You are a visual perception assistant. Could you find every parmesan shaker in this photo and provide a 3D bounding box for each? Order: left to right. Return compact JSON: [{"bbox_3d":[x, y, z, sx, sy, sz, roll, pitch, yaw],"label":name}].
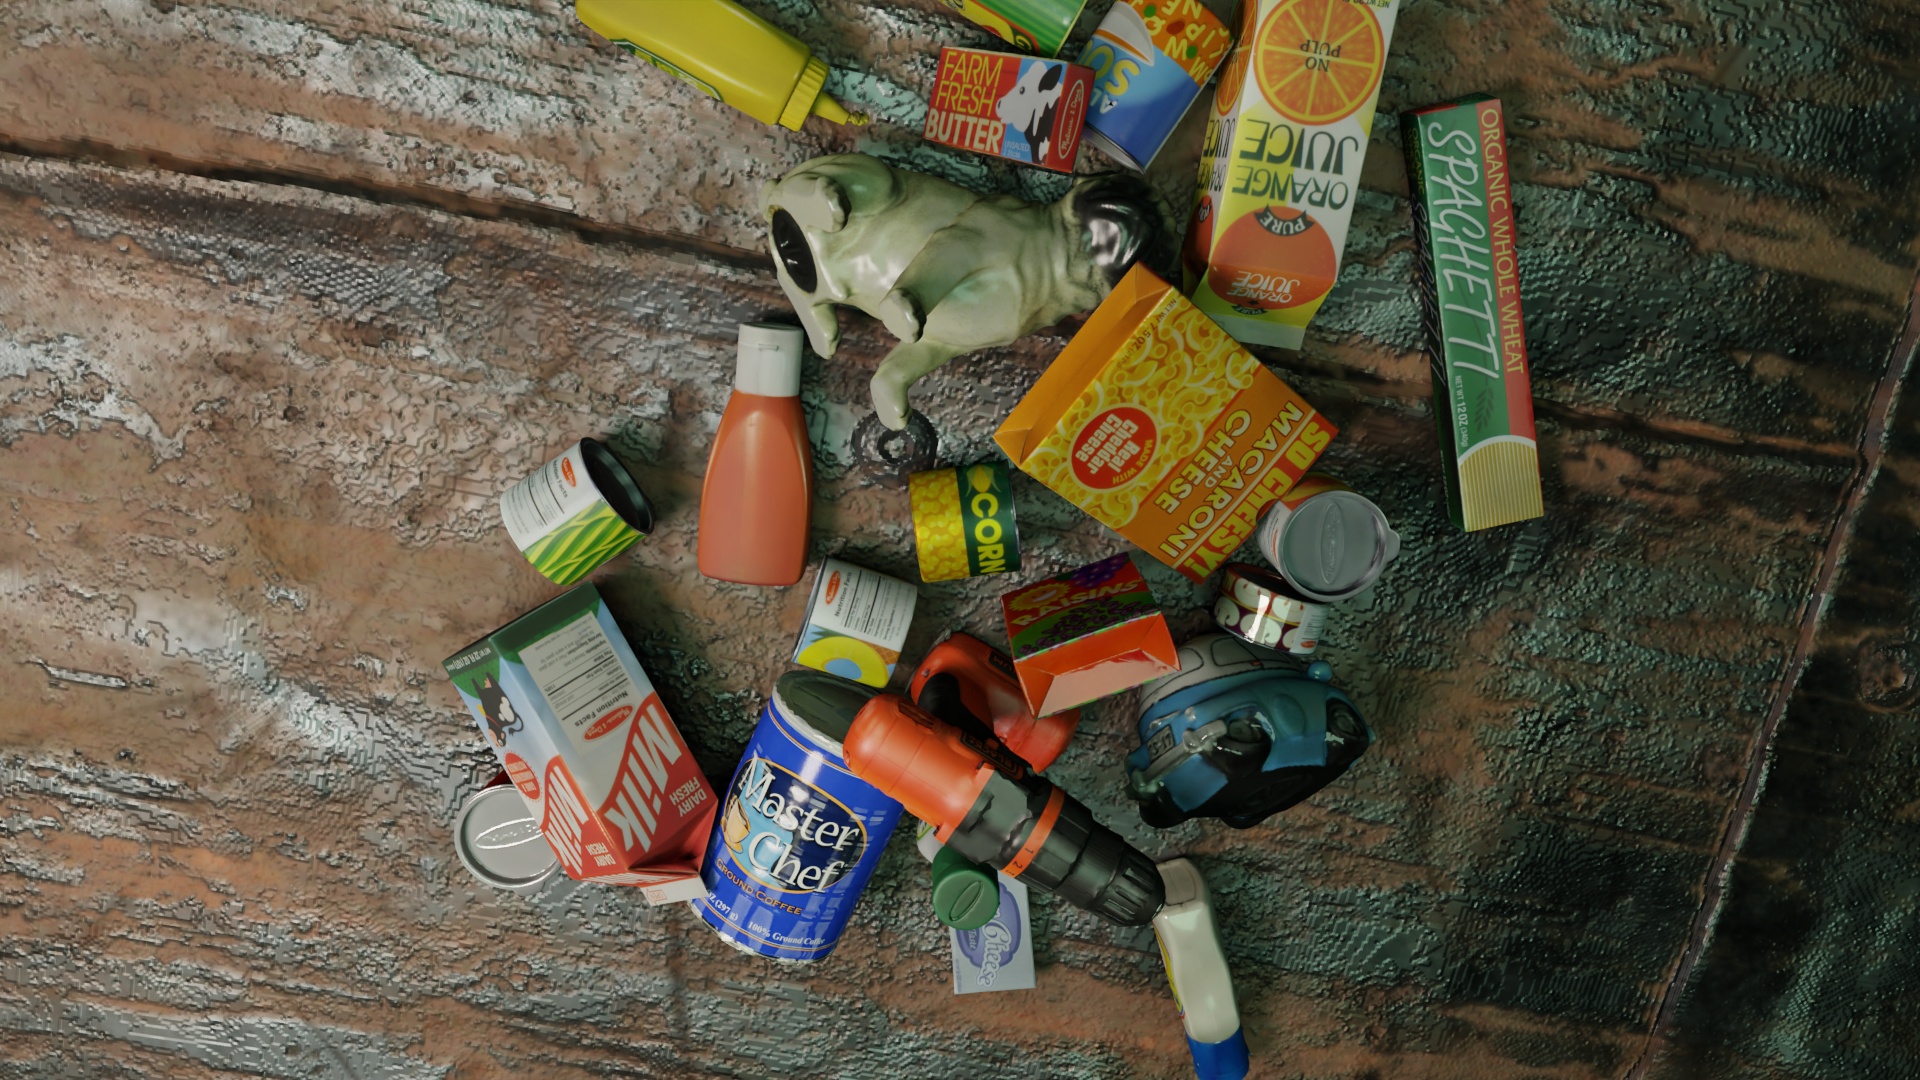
[{"bbox_3d":[0.019,-0.305,0.730,0.103,0.071,0.071,28,102,-7],"label":"parmesan shaker"}]

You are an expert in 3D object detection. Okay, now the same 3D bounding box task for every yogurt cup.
[{"bbox_3d":[-0.266,0.170,0.845,0.072,0.054,0.072,-1,105,-2],"label":"yogurt cup"}]

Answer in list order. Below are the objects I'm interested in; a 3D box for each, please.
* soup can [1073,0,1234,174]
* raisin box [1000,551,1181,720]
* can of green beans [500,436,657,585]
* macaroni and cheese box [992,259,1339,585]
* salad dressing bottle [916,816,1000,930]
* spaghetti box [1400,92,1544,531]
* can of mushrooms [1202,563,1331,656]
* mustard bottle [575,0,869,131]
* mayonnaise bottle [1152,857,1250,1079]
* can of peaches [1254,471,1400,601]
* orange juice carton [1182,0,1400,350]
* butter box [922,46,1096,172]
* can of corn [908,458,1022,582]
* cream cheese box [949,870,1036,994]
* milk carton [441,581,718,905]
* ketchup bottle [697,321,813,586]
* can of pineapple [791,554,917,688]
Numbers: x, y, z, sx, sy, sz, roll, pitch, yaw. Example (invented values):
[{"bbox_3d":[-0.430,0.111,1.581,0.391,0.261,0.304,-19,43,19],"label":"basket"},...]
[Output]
[{"bbox_3d":[0.094,-0.252,0.745,0.071,0.071,0.083,33,100,-10],"label":"soup can"},{"bbox_3d":[0.071,0.052,0.794,0.086,0.124,0.040,-20,105,3],"label":"raisin box"},{"bbox_3d":[-0.218,-0.016,0.793,0.058,0.071,0.071,-33,104,7],"label":"can of green beans"},{"bbox_3d":[0.118,-0.059,0.773,0.166,0.040,0.123,30,105,-37],"label":"macaroni and cheese box"},{"bbox_3d":[0.001,0.173,0.809,0.044,0.148,0.064,34,101,-10],"label":"salad dressing bottle"},{"bbox_3d":[0.298,-0.129,0.807,0.050,0.029,0.249,-12,105,0],"label":"spaghetti box"},{"bbox_3d":[0.182,0.040,0.827,0.071,0.071,0.033,16,104,-7],"label":"can of mushrooms"},{"bbox_3d":[-0.122,-0.258,0.737,0.160,0.065,0.048,26,98,-13],"label":"mustard bottle"},{"bbox_3d":[0.153,0.281,0.891,0.041,0.065,0.147,-16,108,1],"label":"mayonnaise bottle"},{"bbox_3d":[0.215,-0.003,0.820,0.071,0.058,0.071,-1,104,-3],"label":"can of peaches"},{"bbox_3d":[0.173,-0.203,0.759,0.072,0.073,0.192,8,105,-5],"label":"orange juice carton"},{"bbox_3d":[0.024,-0.230,0.735,0.024,0.103,0.053,0,109,-42],"label":"butter box"},{"bbox_3d":[0.003,-0.010,0.802,0.058,0.071,0.071,-7,105,0],"label":"can of corn"},{"bbox_3d":[0.018,0.240,0.892,0.053,0.024,0.103,-6,105,-2],"label":"cream cheese box"},{"bbox_3d":[-0.209,0.128,0.802,0.072,0.074,0.190,-22,99,46],"label":"milk carton"},{"bbox_3d":[-0.115,-0.050,0.800,0.065,0.043,0.148,6,104,-4],"label":"ketchup bottle"},{"bbox_3d":[-0.063,0.049,0.818,0.058,0.071,0.070,18,103,-7],"label":"can of pineapple"}]
